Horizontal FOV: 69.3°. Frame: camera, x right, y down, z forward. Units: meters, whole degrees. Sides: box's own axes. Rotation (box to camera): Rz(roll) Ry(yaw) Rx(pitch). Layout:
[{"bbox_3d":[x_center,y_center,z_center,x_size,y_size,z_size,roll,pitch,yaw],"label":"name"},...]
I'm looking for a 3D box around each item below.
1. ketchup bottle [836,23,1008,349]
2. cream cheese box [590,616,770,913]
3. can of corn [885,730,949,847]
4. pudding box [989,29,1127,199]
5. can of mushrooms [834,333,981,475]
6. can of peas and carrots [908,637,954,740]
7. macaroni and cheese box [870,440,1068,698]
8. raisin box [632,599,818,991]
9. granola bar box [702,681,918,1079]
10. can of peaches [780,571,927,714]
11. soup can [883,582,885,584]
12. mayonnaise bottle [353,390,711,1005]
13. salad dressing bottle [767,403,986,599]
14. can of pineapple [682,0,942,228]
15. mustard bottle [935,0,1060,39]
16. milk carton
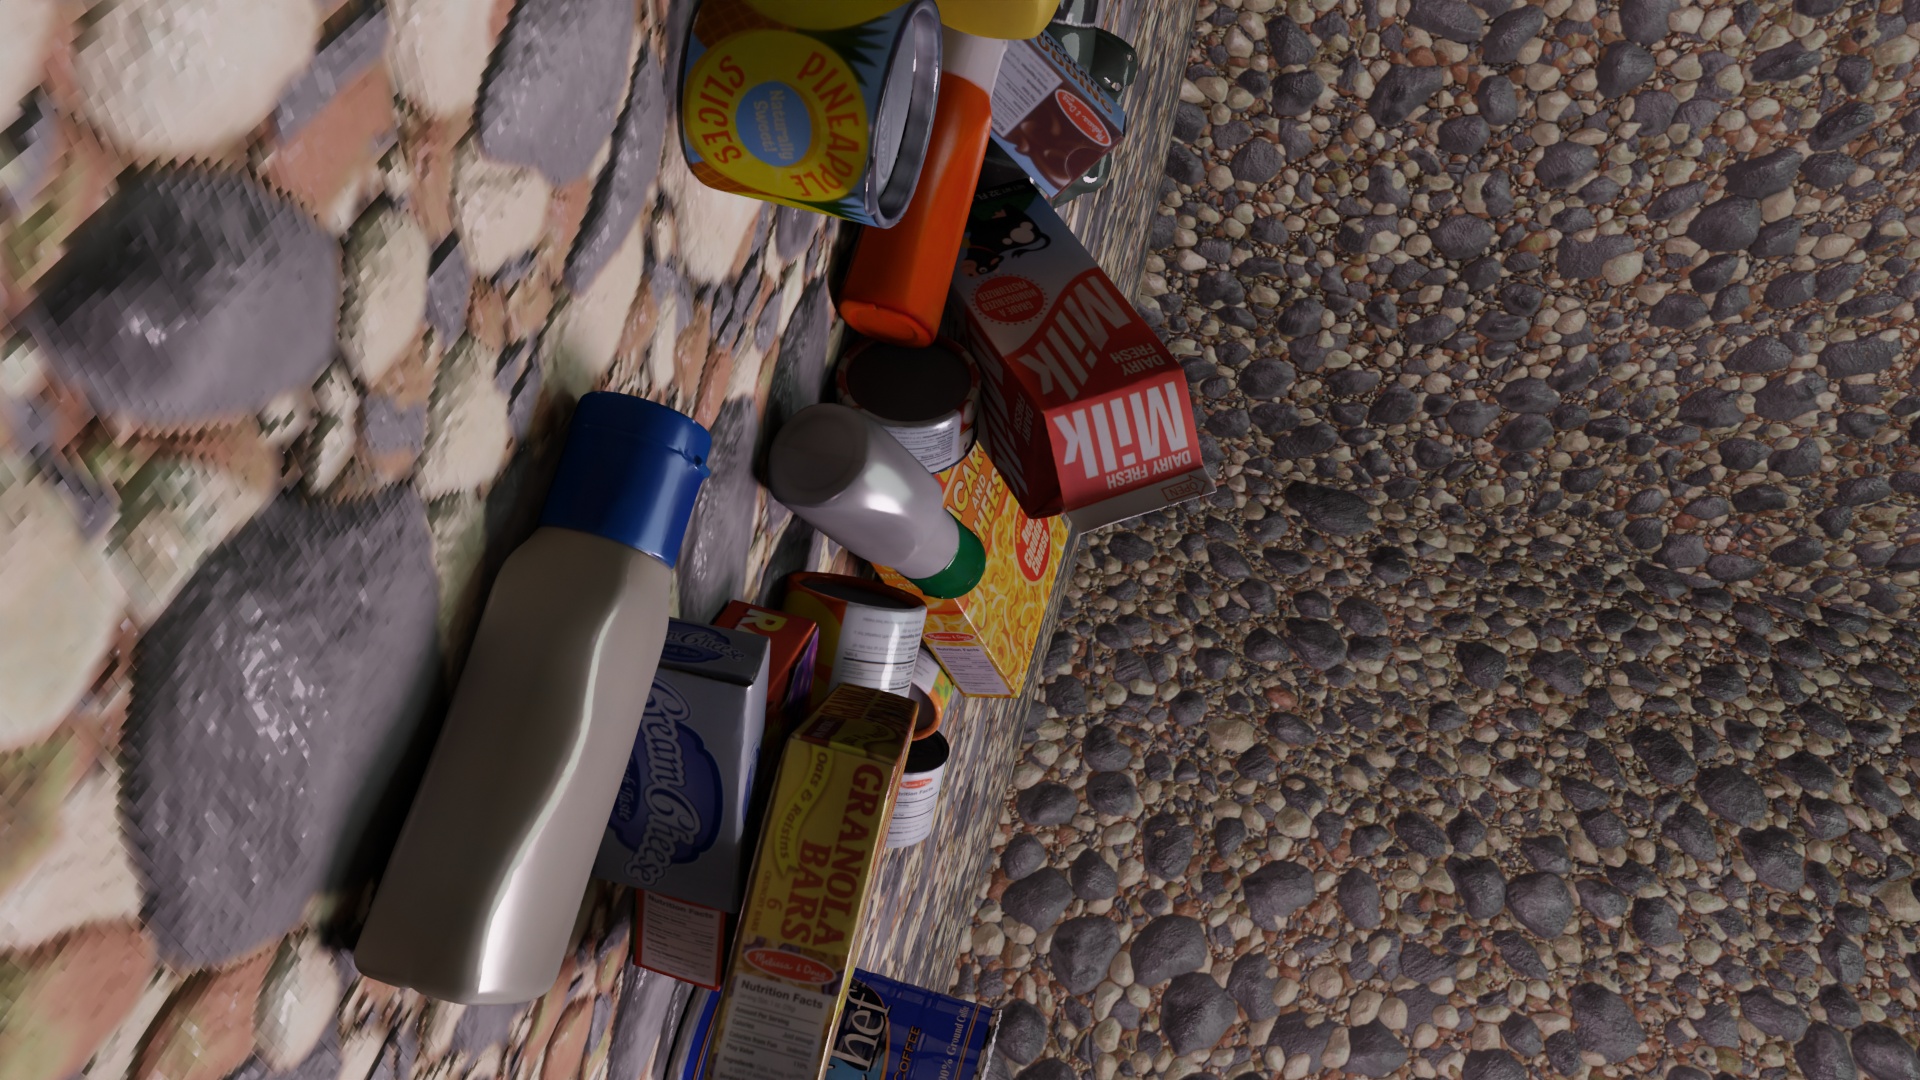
[{"bbox_3d":[-0.013,-0.162,0.606,0.064,0.043,0.149,60,44,-80],"label":"ketchup bottle"},{"bbox_3d":[-0.090,0.071,0.438,0.024,0.053,0.103,-73,173,-55],"label":"cream cheese box"},{"bbox_3d":[-0.045,0.151,0.881,0.071,0.071,0.058,-59,163,-65],"label":"can of corn"},{"bbox_3d":[0.034,-0.211,0.663,0.049,0.083,0.030,-37,-158,32],"label":"pudding box"},{"bbox_3d":[-0.024,-0.065,0.630,0.033,0.071,0.071,94,13,-50],"label":"can of mushrooms"},{"bbox_3d":[-0.034,0.076,0.810,0.059,0.071,0.070,-67,169,-45],"label":"can of peas and carrots"},{"bbox_3d":[0.003,-0.010,0.769,0.165,0.040,0.124,59,39,-42],"label":"macaroni and cheese box"},{"bbox_3d":[-0.091,0.098,0.539,0.086,0.040,0.122,-61,163,-59],"label":"raisin box"},{"bbox_3d":[-0.051,0.124,0.515,0.165,0.039,0.124,34,70,-89],"label":"granola bar box"},{"bbox_3d":[-0.054,0.049,0.632,0.071,0.071,0.058,-35,138,-79],"label":"can of peaches"},{"bbox_3d":[-0.013,0.032,0.878,0.083,0.071,0.071,80,25,-71],"label":"soup can"},{"bbox_3d":[-0.101,0.037,0.348,0.064,0.041,0.148,82,22,-75],"label":"mayonnaise bottle"},{"bbox_3d":[-0.030,-0.011,0.598,0.147,0.064,0.044,42,62,-63],"label":"salad dressing bottle"},{"bbox_3d":[-0.042,-0.128,0.402,0.071,0.058,0.071,11,93,-82],"label":"can of pineapple"},{"bbox_3d":[0.010,-0.266,0.522,0.159,0.065,0.049,84,26,-59],"label":"mustard bottle"},{"bbox_3d":[0.041,-0.080,0.650,0.073,0.072,0.191,94,-28,-50],"label":"milk carton"}]
